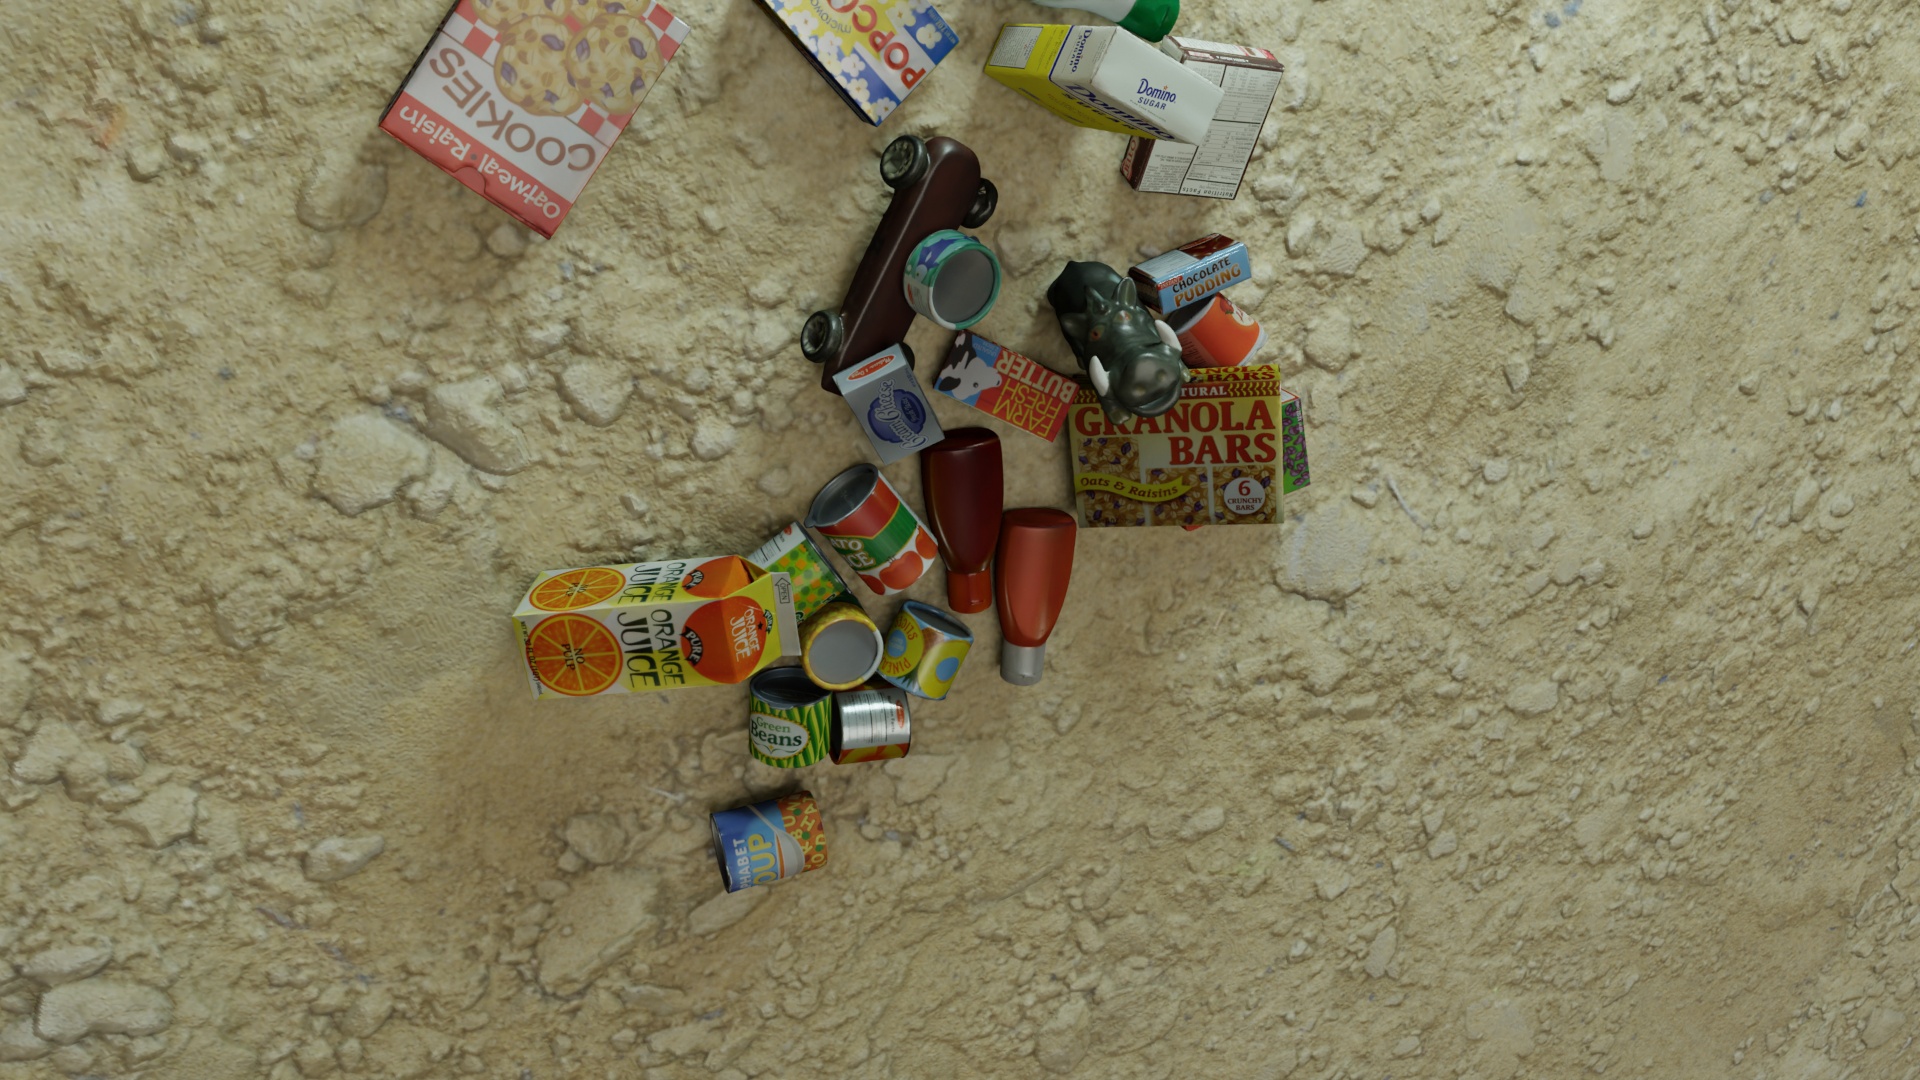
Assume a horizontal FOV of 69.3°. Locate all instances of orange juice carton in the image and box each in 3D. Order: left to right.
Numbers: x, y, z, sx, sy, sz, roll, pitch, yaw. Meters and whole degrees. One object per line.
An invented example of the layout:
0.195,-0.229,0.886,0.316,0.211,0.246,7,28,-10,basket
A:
-0.215,0.061,1.009,0.193,0.073,0.071,-5,115,2,orange juice carton

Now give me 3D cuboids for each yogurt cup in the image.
0.201,-0.166,1.117,0.054,0.072,0.072,42,93,-22,yogurt cup

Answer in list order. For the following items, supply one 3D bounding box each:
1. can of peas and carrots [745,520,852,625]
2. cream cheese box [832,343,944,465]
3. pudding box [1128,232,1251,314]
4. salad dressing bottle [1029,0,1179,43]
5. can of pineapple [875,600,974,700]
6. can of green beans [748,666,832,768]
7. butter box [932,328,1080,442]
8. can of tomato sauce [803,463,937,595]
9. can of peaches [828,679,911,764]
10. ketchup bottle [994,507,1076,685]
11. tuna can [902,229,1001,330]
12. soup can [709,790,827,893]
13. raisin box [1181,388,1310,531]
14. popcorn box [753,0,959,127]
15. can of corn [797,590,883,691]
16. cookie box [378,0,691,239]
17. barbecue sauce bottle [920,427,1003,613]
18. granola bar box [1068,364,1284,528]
-0.127,0.030,1.066,0.059,0.071,0.070,-37,120,-3,can of peas and carrots
-0.052,-0.099,1.031,0.053,0.024,0.103,-25,148,3,cream cheese box
0.182,-0.212,1.098,0.084,0.050,0.030,-24,120,-11,pudding box
0.089,-0.401,0.987,0.148,0.044,0.064,16,105,-29,salad dressing bottle
-0.031,0.089,1.129,0.071,0.071,0.057,20,102,-27,can of pineapple
-0.136,0.141,1.110,0.071,0.071,0.057,-4,113,-20,can of green beans
0.036,-0.120,1.075,0.103,0.024,0.053,24,102,-6,butter box
-0.068,-0.007,1.075,0.071,0.071,0.083,-41,120,-1,can of tomato sauce
-0.078,0.149,1.137,0.058,0.071,0.071,-3,112,-20,can of peaches
0.058,0.048,1.160,0.065,0.043,0.148,-2,112,-19,ketchup bottle
-0.003,-0.188,0.996,0.071,0.033,0.070,-21,129,-28,tuna can
-0.157,0.249,1.143,0.084,0.071,0.071,-12,115,-17,soup can
0.231,-0.070,1.182,0.124,0.040,0.085,-21,117,-14,raisin box
-0.073,-0.358,0.944,0.085,0.038,0.126,-46,120,2,popcorn box
-0.103,0.078,1.101,0.071,0.058,0.071,-8,114,-18,can of corn
-0.272,-0.299,0.890,0.123,0.040,0.167,33,97,-29,cookie box
0.004,-0.014,1.114,0.065,0.044,0.147,-11,115,-16,barbecue sauce bottle
0.174,-0.074,1.113,0.165,0.039,0.123,-1,116,13,granola bar box
